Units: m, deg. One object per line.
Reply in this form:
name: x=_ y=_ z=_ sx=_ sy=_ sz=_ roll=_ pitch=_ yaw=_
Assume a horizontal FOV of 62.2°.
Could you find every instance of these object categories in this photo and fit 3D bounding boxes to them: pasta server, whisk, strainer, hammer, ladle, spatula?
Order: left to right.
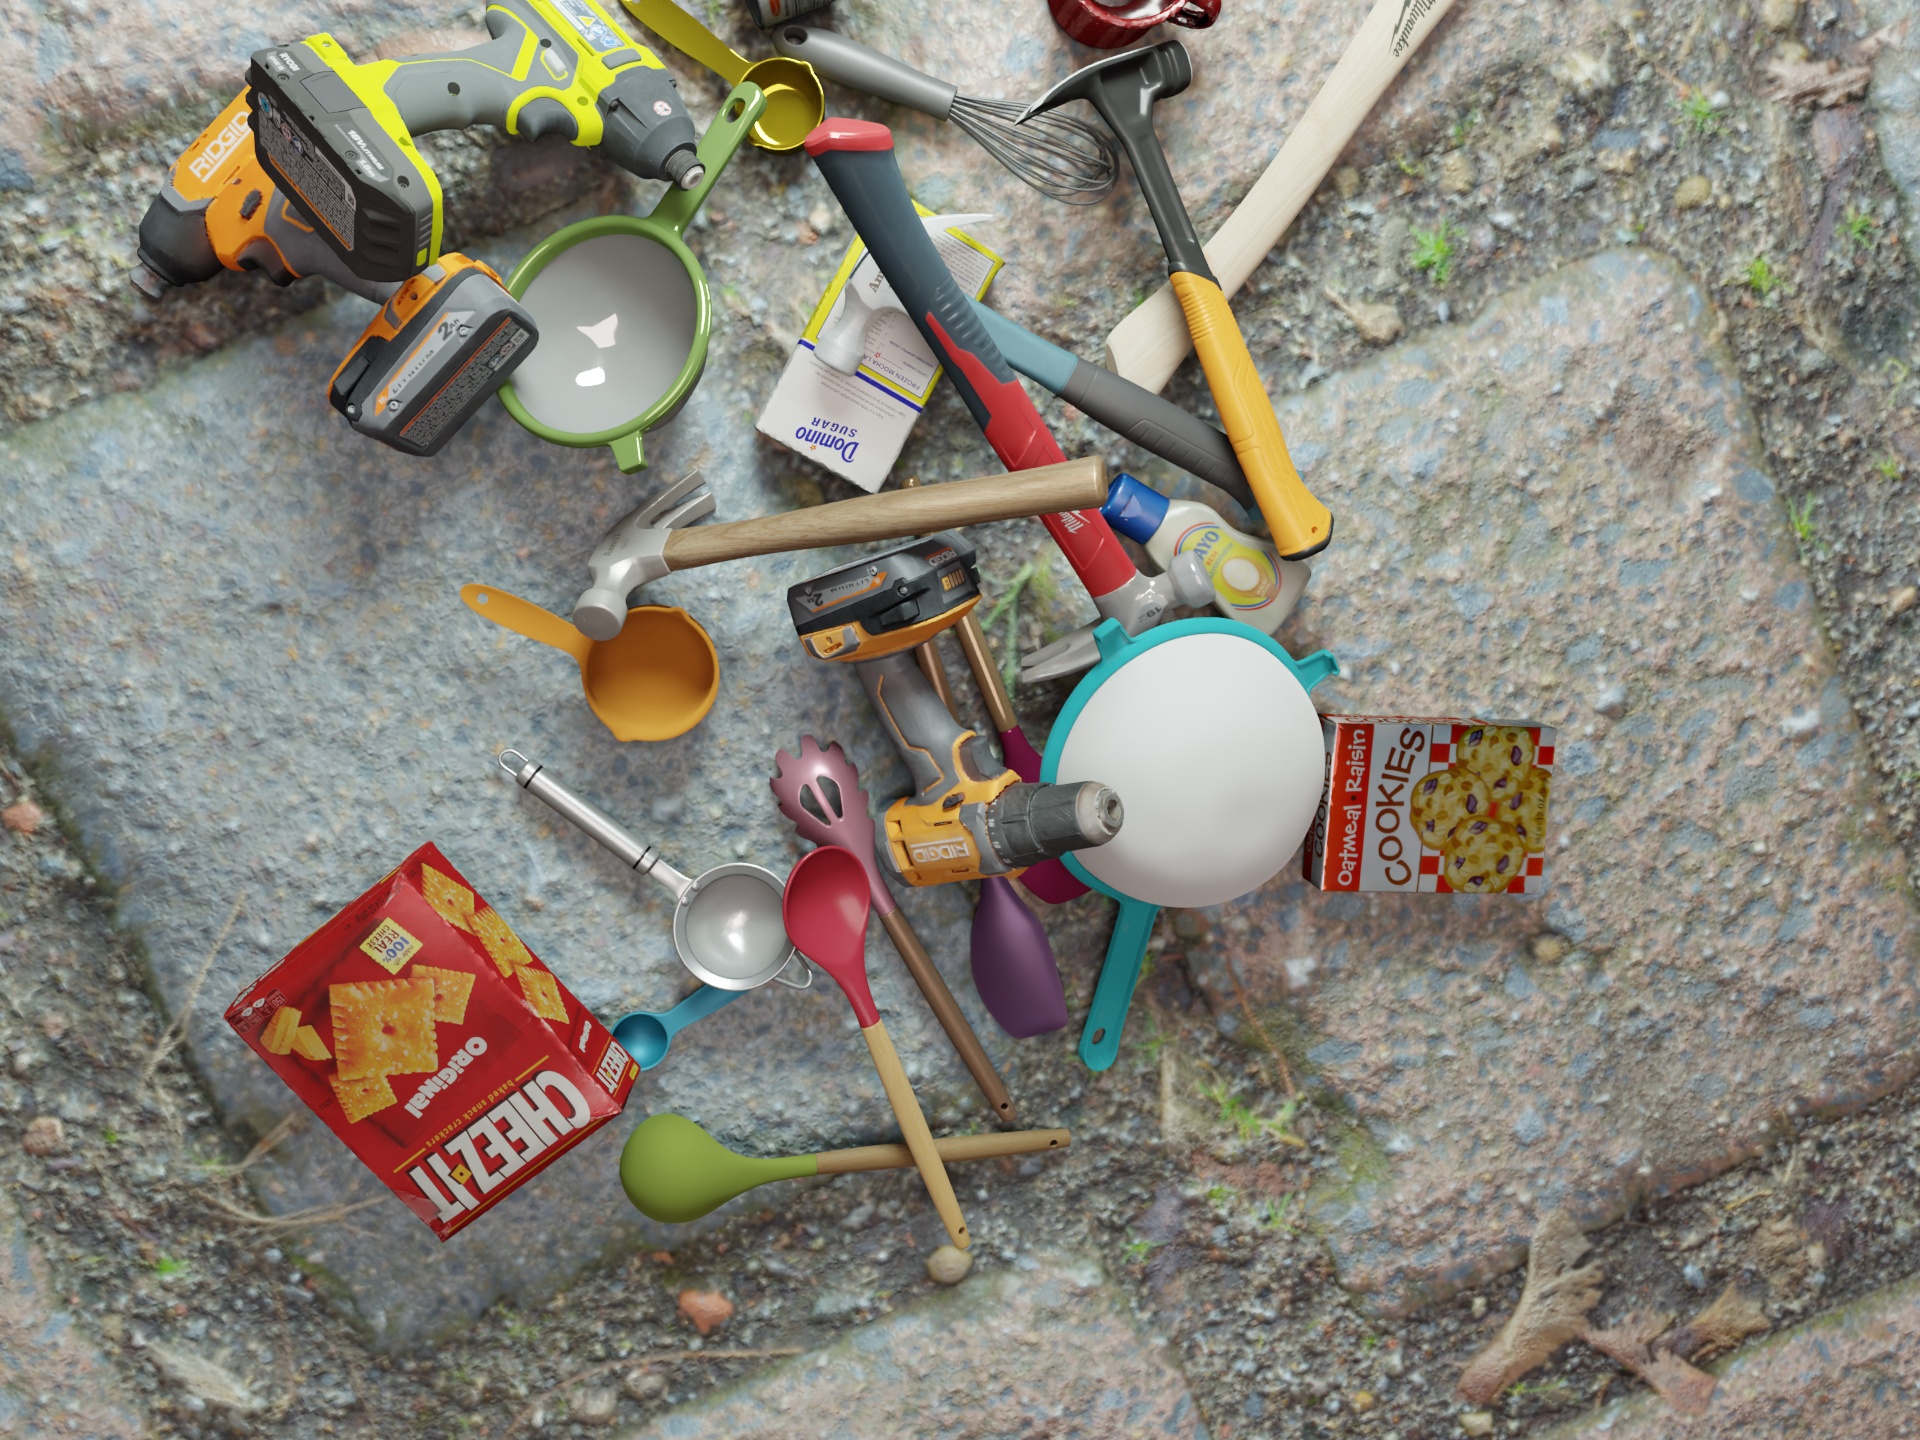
strainer: x=-0.205 y=0.099 z=1.076 sx=0.258 sy=0.050 sz=0.087 roll=38 pitch=85 yaw=-6
strainer: x=-0.187 y=-0.278 z=1.001 sx=0.151 sy=0.069 sz=0.256 roll=31 pitch=87 yaw=19
hammer: x=-0.073 y=-0.123 z=0.978 sx=0.331 sy=0.130 sz=0.031 roll=-7 pitch=132 yaw=15
ladle: x=-0.079 y=0.307 z=1.130 sx=0.320 sy=0.062 sz=0.078 roll=-2 pitch=103 yaw=-14
ladle: x=-0.051 y=0.229 z=1.089 sx=0.069 sy=0.031 sz=0.315 roll=-28 pitch=106 yaw=-29
pasta server: x=-0.039 y=0.152 z=1.114 sx=0.060 sy=0.040 sz=0.316 roll=-30 pitch=105 yaw=-2
whisk: x=-0.008 y=-0.393 z=1.022 sx=0.239 sy=0.055 sz=0.055 roll=21 pitch=96 yaw=-6
spatula: x=0.011 y=0.078 z=1.111 sx=0.060 sy=0.018 sz=0.316 roll=-14 pitch=101 yaw=7
hammer: x=0.010 y=-0.189 z=0.985 sx=0.143 sy=0.038 sz=0.386 roll=-27 pitch=121 yaw=17
hammer: x=0.079 y=-0.216 z=1.029 sx=0.330 sy=0.033 sz=0.128 roll=25 pitch=102 yaw=-18
strainer: x=0.150 y=0.104 z=1.072 sx=0.211 sy=0.095 sz=0.340 roll=6 pitch=108 yaw=-26
hammer: x=0.153 y=-0.256 z=1.012 sx=0.127 sy=0.034 sz=0.337 roll=-30 pitch=100 yaw=-27
hammer: x=0.243 y=-0.378 z=1.060 sx=0.146 sy=0.038 sz=0.410 roll=36 pitch=93 yaw=-13

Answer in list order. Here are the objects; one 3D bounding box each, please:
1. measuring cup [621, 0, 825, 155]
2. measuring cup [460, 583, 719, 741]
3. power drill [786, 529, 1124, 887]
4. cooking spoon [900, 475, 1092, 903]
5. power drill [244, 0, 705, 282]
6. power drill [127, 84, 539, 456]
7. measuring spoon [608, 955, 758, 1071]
measuring cup: x=-0.153 y=-0.418 z=1.012 sx=0.156 sy=0.029 sz=0.062 roll=37 pitch=94 yaw=0
measuring cup: x=-0.240 y=-0.051 z=1.041 sx=0.173 sy=0.052 sz=0.095 roll=25 pitch=95 yaw=-9
power drill: x=-0.002 y=-0.003 z=1.023 sx=0.084 sy=0.185 sz=0.226 roll=-31 pitch=105 yaw=-47
cooking spoon: x=0.023 y=-0.018 z=1.097 sx=0.069 sy=0.017 sz=0.318 roll=-23 pitch=102 yaw=-2
power drill: x=-0.270 y=-0.343 z=0.912 sx=0.223 sy=0.080 sz=0.171 roll=-36 pitch=79 yaw=-33
power drill: x=-0.385 y=-0.264 z=0.954 sx=0.226 sy=0.084 sz=0.164 roll=44 pitch=92 yaw=7
measuring spoon: x=-0.186 y=0.198 z=1.108 sx=0.128 sy=0.021 sz=0.042 roll=-31 pitch=102 yaw=-11
